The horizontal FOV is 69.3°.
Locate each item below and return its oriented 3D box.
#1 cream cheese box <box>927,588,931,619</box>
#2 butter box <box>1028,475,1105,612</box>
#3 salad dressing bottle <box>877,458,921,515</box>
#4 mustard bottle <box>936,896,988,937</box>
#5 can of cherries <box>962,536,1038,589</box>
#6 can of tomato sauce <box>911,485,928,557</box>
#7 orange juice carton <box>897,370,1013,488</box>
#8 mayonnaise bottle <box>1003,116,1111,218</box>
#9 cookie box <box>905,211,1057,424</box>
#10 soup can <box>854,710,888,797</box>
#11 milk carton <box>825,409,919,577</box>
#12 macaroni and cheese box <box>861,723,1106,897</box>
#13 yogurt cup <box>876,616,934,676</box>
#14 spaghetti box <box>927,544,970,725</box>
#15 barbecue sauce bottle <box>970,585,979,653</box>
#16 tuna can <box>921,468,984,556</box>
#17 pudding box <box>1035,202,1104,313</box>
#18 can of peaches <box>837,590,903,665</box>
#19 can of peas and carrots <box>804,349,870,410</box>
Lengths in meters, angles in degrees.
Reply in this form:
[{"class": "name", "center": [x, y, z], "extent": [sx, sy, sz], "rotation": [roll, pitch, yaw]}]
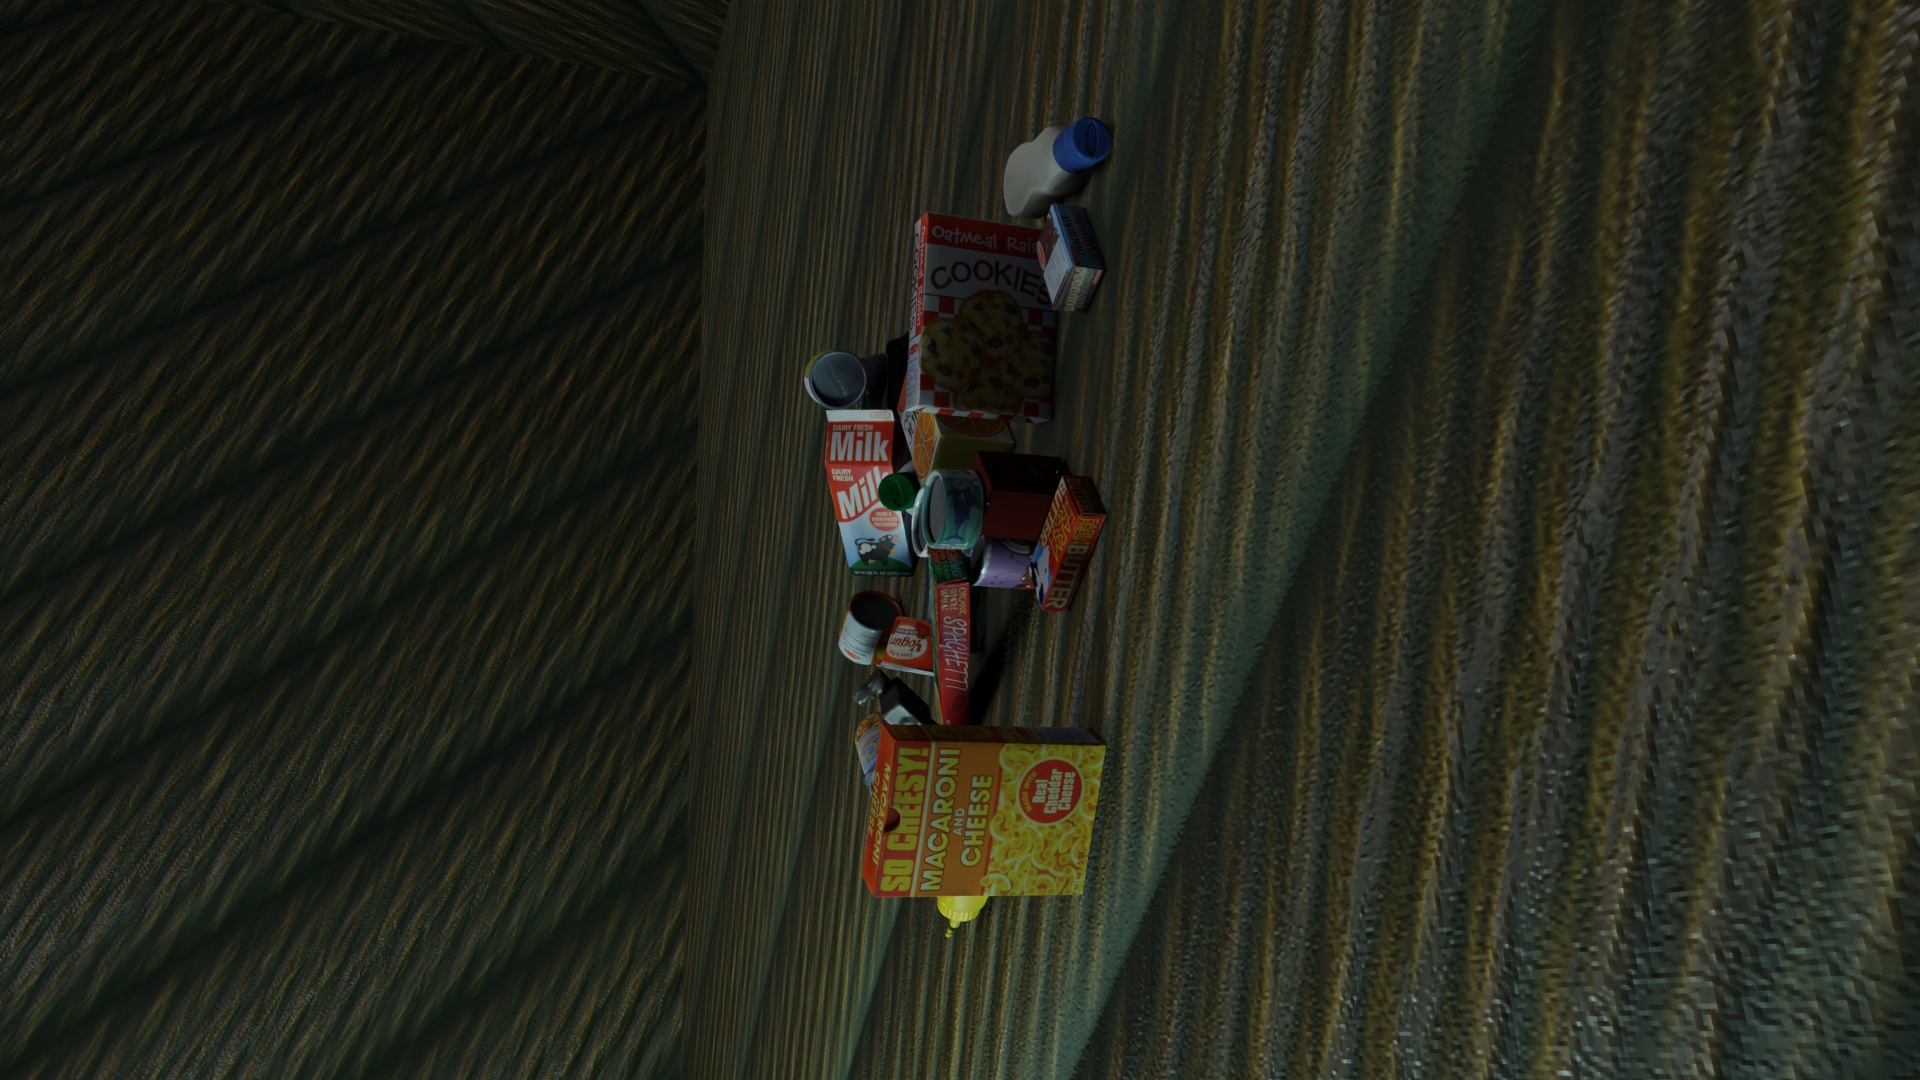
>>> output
[{"class": "cream cheese box", "center": [-0.012, 0.029, 1.392], "extent": [0.053, 0.024, 0.103], "rotation": [179, 95, -70]}, {"class": "butter box", "center": [0.084, 0.003, 1.112], "extent": [0.053, 0.024, 0.103], "rotation": [-106, 27, -48]}, {"class": "salad dressing bottle", "center": [-0.044, -0.051, 1.366], "extent": [0.148, 0.044, 0.064], "rotation": [-20, -86, -76]}, {"class": "mustard bottle", "center": [0.007, 0.287, 1.238], "extent": [0.065, 0.049, 0.159], "rotation": [-120, 38, -60]}, {"class": "can of cherries", "center": [0.039, 0.006, 1.193], "extent": [0.071, 0.058, 0.071], "rotation": [-174, 89, -73]}, {"class": "can of tomato sauce", "center": [0.004, -0.016, 1.260], "extent": [0.071, 0.083, 0.071], "rotation": [-175, 89, -72]}, {"class": "orange juice carton", "center": [-0.011, -0.125, 1.350], "extent": [0.193, 0.073, 0.071], "rotation": [-107, 28, -49]}, {"class": "mayonnaise bottle", "center": [0.080, -0.318, 1.174], "extent": [0.148, 0.041, 0.064], "rotation": [177, 96, -70]}, {"class": "cookie box", "center": [0.019, -0.190, 1.193], "extent": [0.040, 0.123, 0.167], "rotation": [168, 106, -70]}, {"class": "soup can", "center": [-0.075, 0.227, 1.461], "extent": [0.084, 0.071, 0.071], "rotation": [-118, 37, -58]}, {"class": "milk carton", "center": [-0.088, -0.056, 1.437], "extent": [0.074, 0.072, 0.189], "rotation": [-74, -21, -49]}, {"class": "macaroni and cheese box", "center": [0.018, 0.201, 1.036], "extent": [0.040, 0.167, 0.123], "rotation": [-146, 62, -68]}, {"class": "yogurt cup", "center": [-0.043, 0.108, 1.408], "extent": [0.072, 0.072, 0.054], "rotation": [171, 111, -71]}, {"class": "spaghetti box", "center": [-0.009, 0.097, 1.250], "extent": [0.248, 0.029, 0.050], "rotation": [89, 171, -48]}, {"class": "barbecue sauce bottle", "center": [-0.005, 0.034, 1.325], "extent": [0.065, 0.043, 0.148], "rotation": [8, -102, -68]}, {"class": "tuna can", "center": [-0.007, -0.023, 1.130], "extent": [0.071, 0.033, 0.071], "rotation": [-177, 89, -71]}, {"class": "pudding box", "center": [0.089, -0.233, 1.142], "extent": [0.049, 0.030, 0.084], "rotation": [112, 155, -45]}, {"class": "can of peaches", "center": [-0.102, 0.098, 1.583], "extent": [0.071, 0.071, 0.057], "rotation": [-105, 26, -45]}, {"class": "can of peas and carrots", "center": [-0.136, -0.181, 1.542], "extent": [0.059, 0.071, 0.071], "rotation": [-145, 61, -76]}]
